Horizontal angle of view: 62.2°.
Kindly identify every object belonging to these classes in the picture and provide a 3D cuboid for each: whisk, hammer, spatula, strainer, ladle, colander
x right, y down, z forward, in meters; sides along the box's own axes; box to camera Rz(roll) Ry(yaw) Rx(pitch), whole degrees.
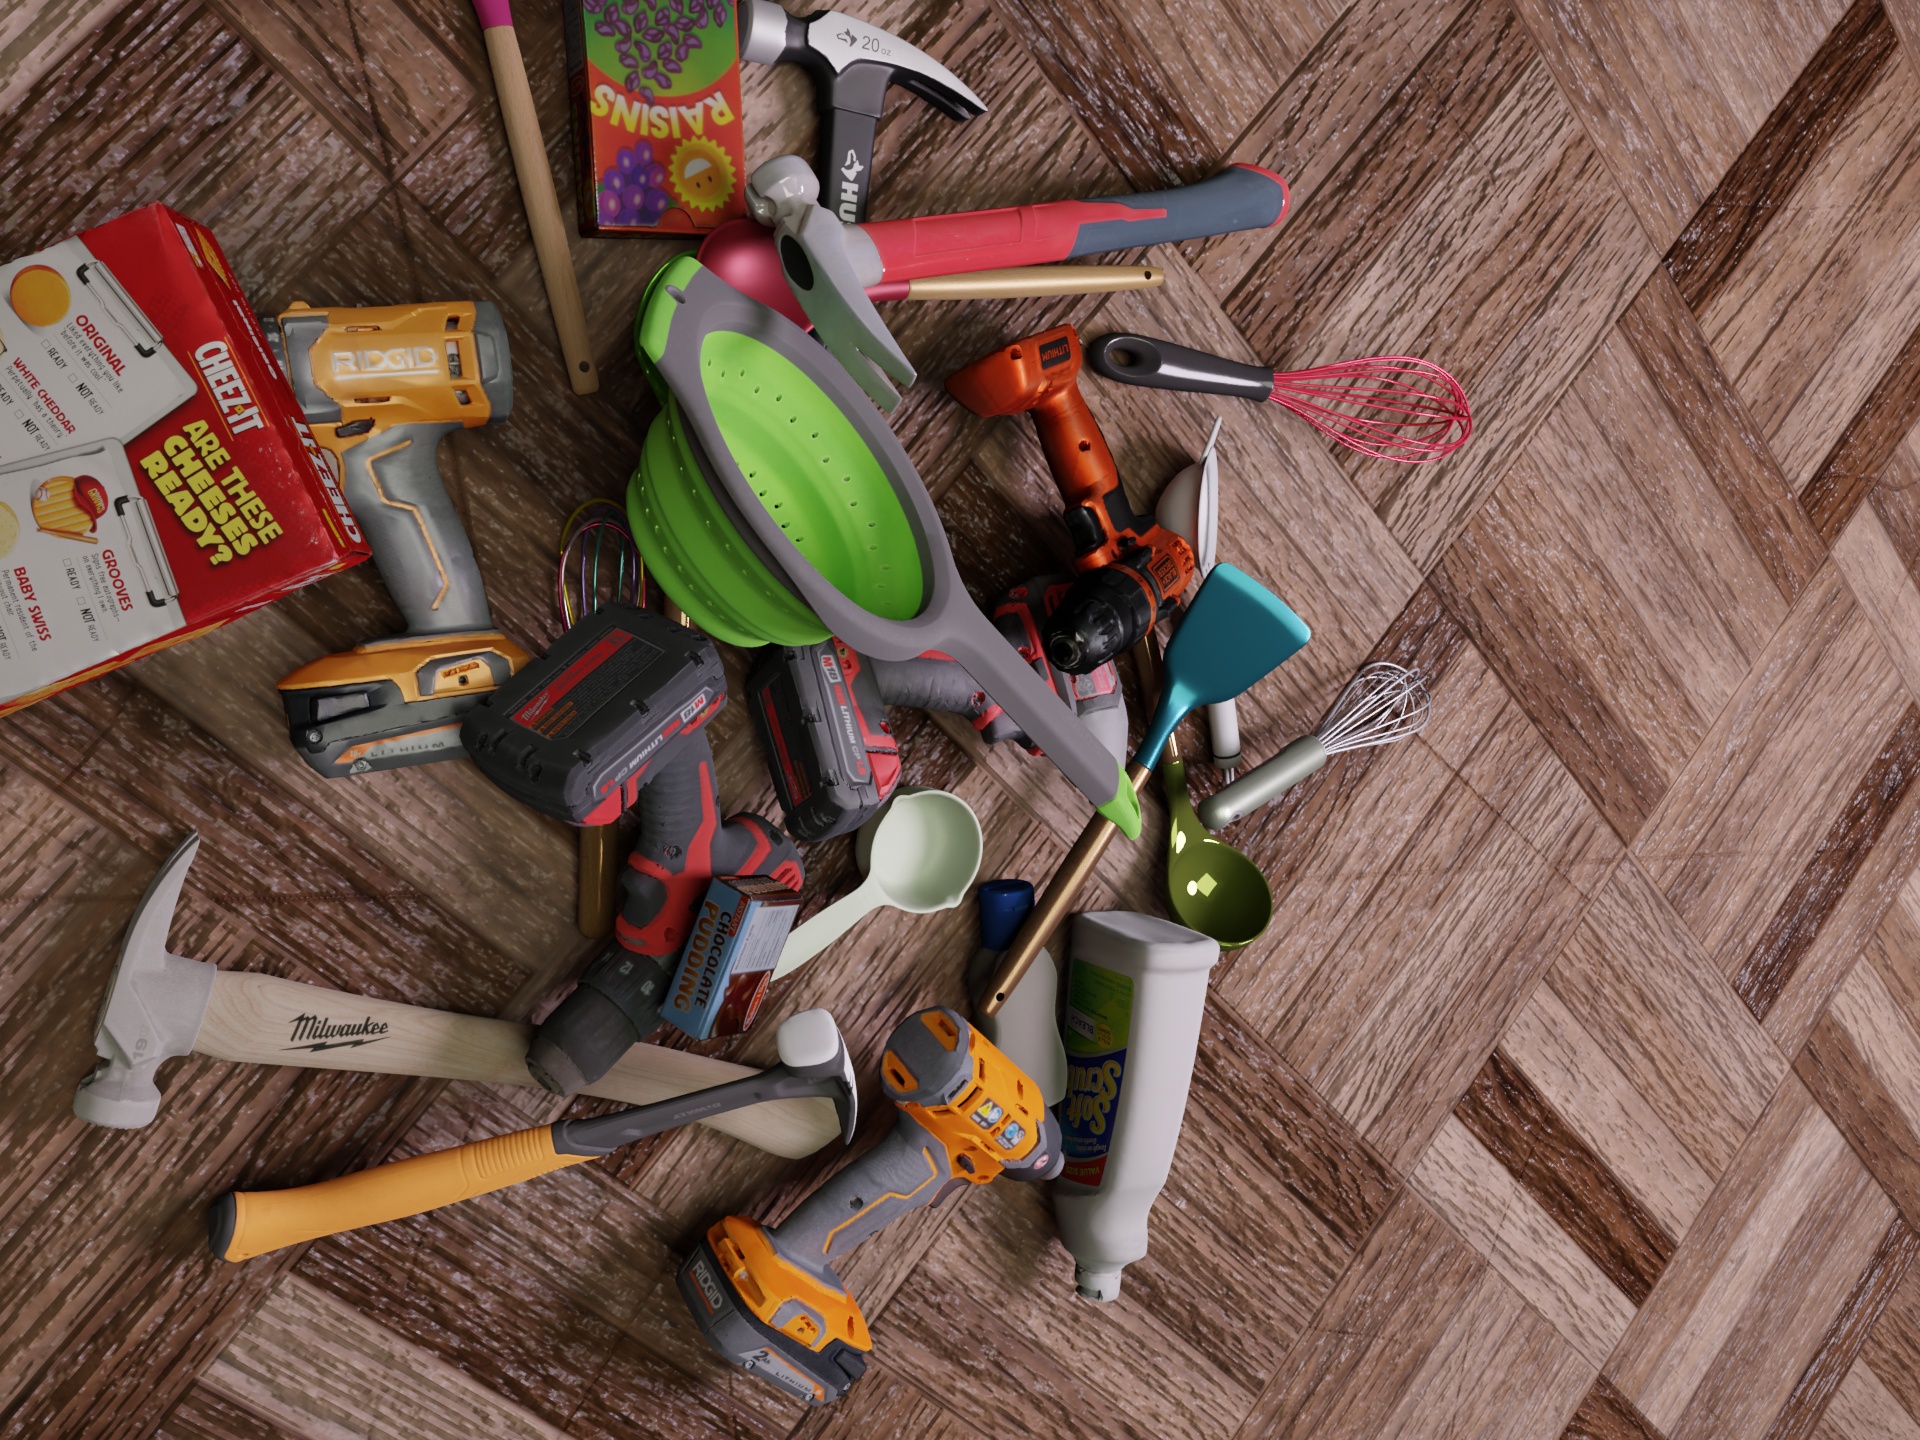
[{"bbox_3d":[0.244,0.017,1.085,0.246,0.057,0.059,-27,72,-36],"label":"whisk"},{"bbox_3d":[-0.243,0.175,0.876,0.410,0.038,0.146,18,88,-30],"label":"hammer"},{"bbox_3d":[0.103,0.050,0.994,0.082,0.044,0.317,36,80,-18],"label":"spatula"},{"bbox_3d":[0.163,-0.071,1.054,0.087,0.050,0.258,-53,136,-62],"label":"strainer"},{"bbox_3d":[0.217,-0.220,1.053,0.295,0.073,0.073,5,96,-22],"label":"whisk"},{"bbox_3d":[0.068,-0.270,0.912,0.386,0.038,0.143,-21,73,-38],"label":"hammer"},{"bbox_3d":[-0.199,0.001,0.874,0.047,0.051,0.245,3,101,-8],"label":"whisk"},{"bbox_3d":[-0.220,0.228,0.839,0.337,0.034,0.127,-14,147,-5],"label":"hammer"},{"bbox_3d":[-0.010,-0.248,0.900,0.315,0.031,0.069,-11,100,-31],"label":"ladle"},{"bbox_3d":[0.141,0.002,1.046,0.078,0.062,0.320,-23,106,-31],"label":"ladle"},{"bbox_3d":[-0.070,-0.223,0.907,0.146,0.035,0.335,3,97,-28],"label":"hammer"},{"bbox_3d":[-0.048,-0.052,0.836,0.094,0.205,0.396,-31,119,24],"label":"colander"}]

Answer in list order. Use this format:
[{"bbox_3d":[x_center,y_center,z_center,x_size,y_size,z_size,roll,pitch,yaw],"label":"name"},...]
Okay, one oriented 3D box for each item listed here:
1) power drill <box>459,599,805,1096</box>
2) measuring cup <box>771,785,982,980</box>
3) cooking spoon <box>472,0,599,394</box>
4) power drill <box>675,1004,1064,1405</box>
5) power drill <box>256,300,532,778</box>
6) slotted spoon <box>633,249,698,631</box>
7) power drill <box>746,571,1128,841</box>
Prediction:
[{"bbox_3d":[-0.174,0.074,0.820,0.188,0.080,0.226,-46,145,-30],"label":"power drill"},{"bbox_3d":[-0.063,0.102,0.962,0.167,0.038,0.083,-35,113,-17],"label":"measuring cup"},{"bbox_3d":[-0.229,-0.327,0.813,0.068,0.017,0.318,-18,105,-24],"label":"cooking spoon"},{"bbox_3d":[-0.039,0.294,0.955,0.226,0.084,0.164,-46,129,-4],"label":"power drill"},{"bbox_3d":[-0.305,-0.089,0.778,0.185,0.084,0.226,-9,98,-25],"label":"power drill"},{"bbox_3d":[-0.156,-0.099,0.885,0.070,0.031,0.313,-5,103,-43],"label":"slotted spoon"},{"bbox_3d":[-0.001,-0.003,0.934,0.219,0.078,0.143,-12,78,-28],"label":"power drill"}]
